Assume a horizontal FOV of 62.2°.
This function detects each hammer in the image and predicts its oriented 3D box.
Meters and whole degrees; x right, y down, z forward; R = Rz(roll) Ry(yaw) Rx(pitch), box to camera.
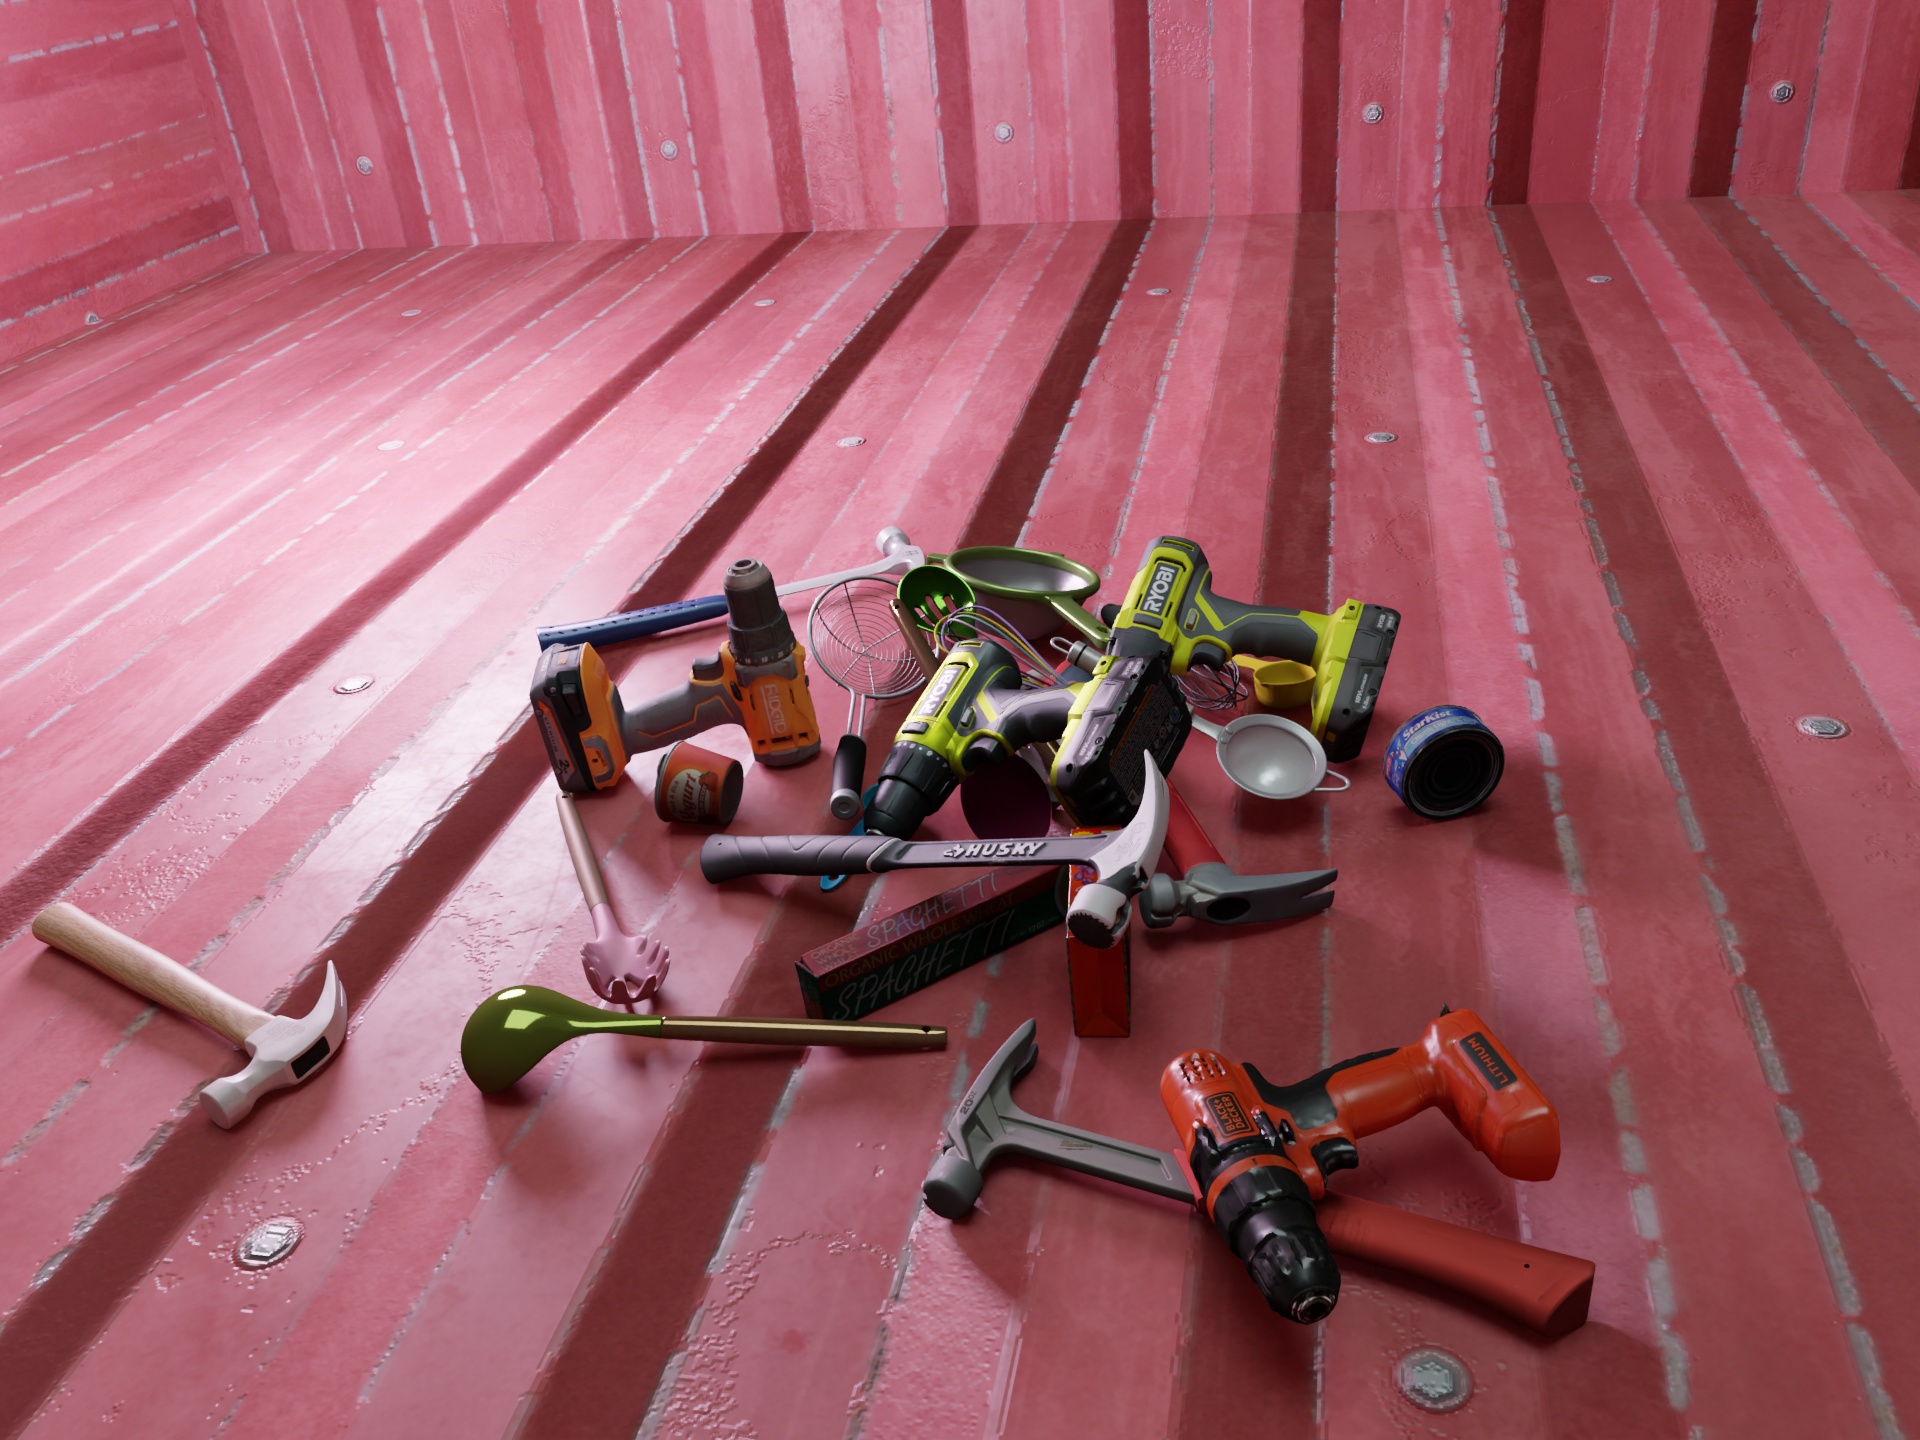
[{"bbox_3d":[-0.227,-0.121,1.628,0.405,0.035,0.144,-14,31,-15],"label":"hammer"},{"bbox_3d":[0.166,0.263,0.897,0.359,0.036,0.149,9,33,25],"label":"hammer"},{"bbox_3d":[-0.569,0.190,1.152,0.331,0.031,0.130,15,36,32],"label":"hammer"},{"bbox_3d":[-0.035,0.090,1.114,0.409,0.036,0.149,-4,39,39],"label":"hammer"},{"bbox_3d":[0.160,0.043,1.271,0.143,0.038,0.387,-4,28,-12],"label":"hammer"}]

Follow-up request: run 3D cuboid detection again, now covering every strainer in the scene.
[{"bbox_3d":[0.078,-0.094,1.488,0.151,0.069,0.257,-4,25,-25],"label":"strainer"},{"bbox_3d":[0.182,0.000,1.248,0.258,0.050,0.087,31,52,12],"label":"strainer"}]

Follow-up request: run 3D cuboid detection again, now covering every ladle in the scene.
[{"bbox_3d":[-0.169,0.212,1.049,0.320,0.062,0.078,2,33,0],"label":"ladle"}]

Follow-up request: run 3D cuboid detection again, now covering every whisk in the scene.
[{"bbox_3d":[0.187,-0.064,1.453,0.055,0.055,0.239,-16,27,-18],"label":"whisk"},{"bbox_3d":[0.070,-0.030,1.313,0.245,0.051,0.047,32,30,33],"label":"whisk"}]

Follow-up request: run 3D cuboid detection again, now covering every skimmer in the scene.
[{"bbox_3d":[-0.079,-0.028,1.348,0.127,0.090,0.363,21,20,-9],"label":"skimmer"}]

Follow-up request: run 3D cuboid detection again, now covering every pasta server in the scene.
[{"bbox_3d":[-0.278,0.125,1.210,0.060,0.040,0.317,-4,26,-22],"label":"pasta server"}]

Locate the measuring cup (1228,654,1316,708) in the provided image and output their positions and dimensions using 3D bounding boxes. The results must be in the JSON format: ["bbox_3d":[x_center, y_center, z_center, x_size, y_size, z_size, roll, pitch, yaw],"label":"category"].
[{"bbox_3d":[0.258,-0.039,1.425,0.062,0.029,0.157,-21,22,-27],"label":"measuring cup"}]

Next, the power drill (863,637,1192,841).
[{"bbox_3d":[0.041,0.023,1.200,0.228,0.080,0.191,2,49,42],"label":"power drill"}]

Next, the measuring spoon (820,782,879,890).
[{"bbox_3d":[-0.075,0.095,1.254,0.042,0.021,0.129,10,42,24],"label":"measuring spoon"}]

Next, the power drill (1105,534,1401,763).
[{"bbox_3d":[0.236,-0.052,1.320,0.223,0.080,0.171,17,61,14],"label":"power drill"}]

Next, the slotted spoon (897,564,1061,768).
[{"bbox_3d":[0.030,-0.035,1.379,0.070,0.031,0.314,-20,47,-17],"label":"slotted spoon"}]

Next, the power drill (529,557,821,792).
[{"bbox_3d":[-0.242,-0.037,1.341,0.226,0.185,0.084,-10,31,-1],"label":"power drill"}]

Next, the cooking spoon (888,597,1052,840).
[{"bbox_3d":[-0.002,-0.004,1.330,0.069,0.017,0.319,-34,47,5],"label":"cooking spoon"}]

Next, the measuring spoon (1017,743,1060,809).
[{"bbox_3d":[0.059,0.045,1.315,0.034,0.018,0.124,15,20,-14],"label":"measuring spoon"}]
